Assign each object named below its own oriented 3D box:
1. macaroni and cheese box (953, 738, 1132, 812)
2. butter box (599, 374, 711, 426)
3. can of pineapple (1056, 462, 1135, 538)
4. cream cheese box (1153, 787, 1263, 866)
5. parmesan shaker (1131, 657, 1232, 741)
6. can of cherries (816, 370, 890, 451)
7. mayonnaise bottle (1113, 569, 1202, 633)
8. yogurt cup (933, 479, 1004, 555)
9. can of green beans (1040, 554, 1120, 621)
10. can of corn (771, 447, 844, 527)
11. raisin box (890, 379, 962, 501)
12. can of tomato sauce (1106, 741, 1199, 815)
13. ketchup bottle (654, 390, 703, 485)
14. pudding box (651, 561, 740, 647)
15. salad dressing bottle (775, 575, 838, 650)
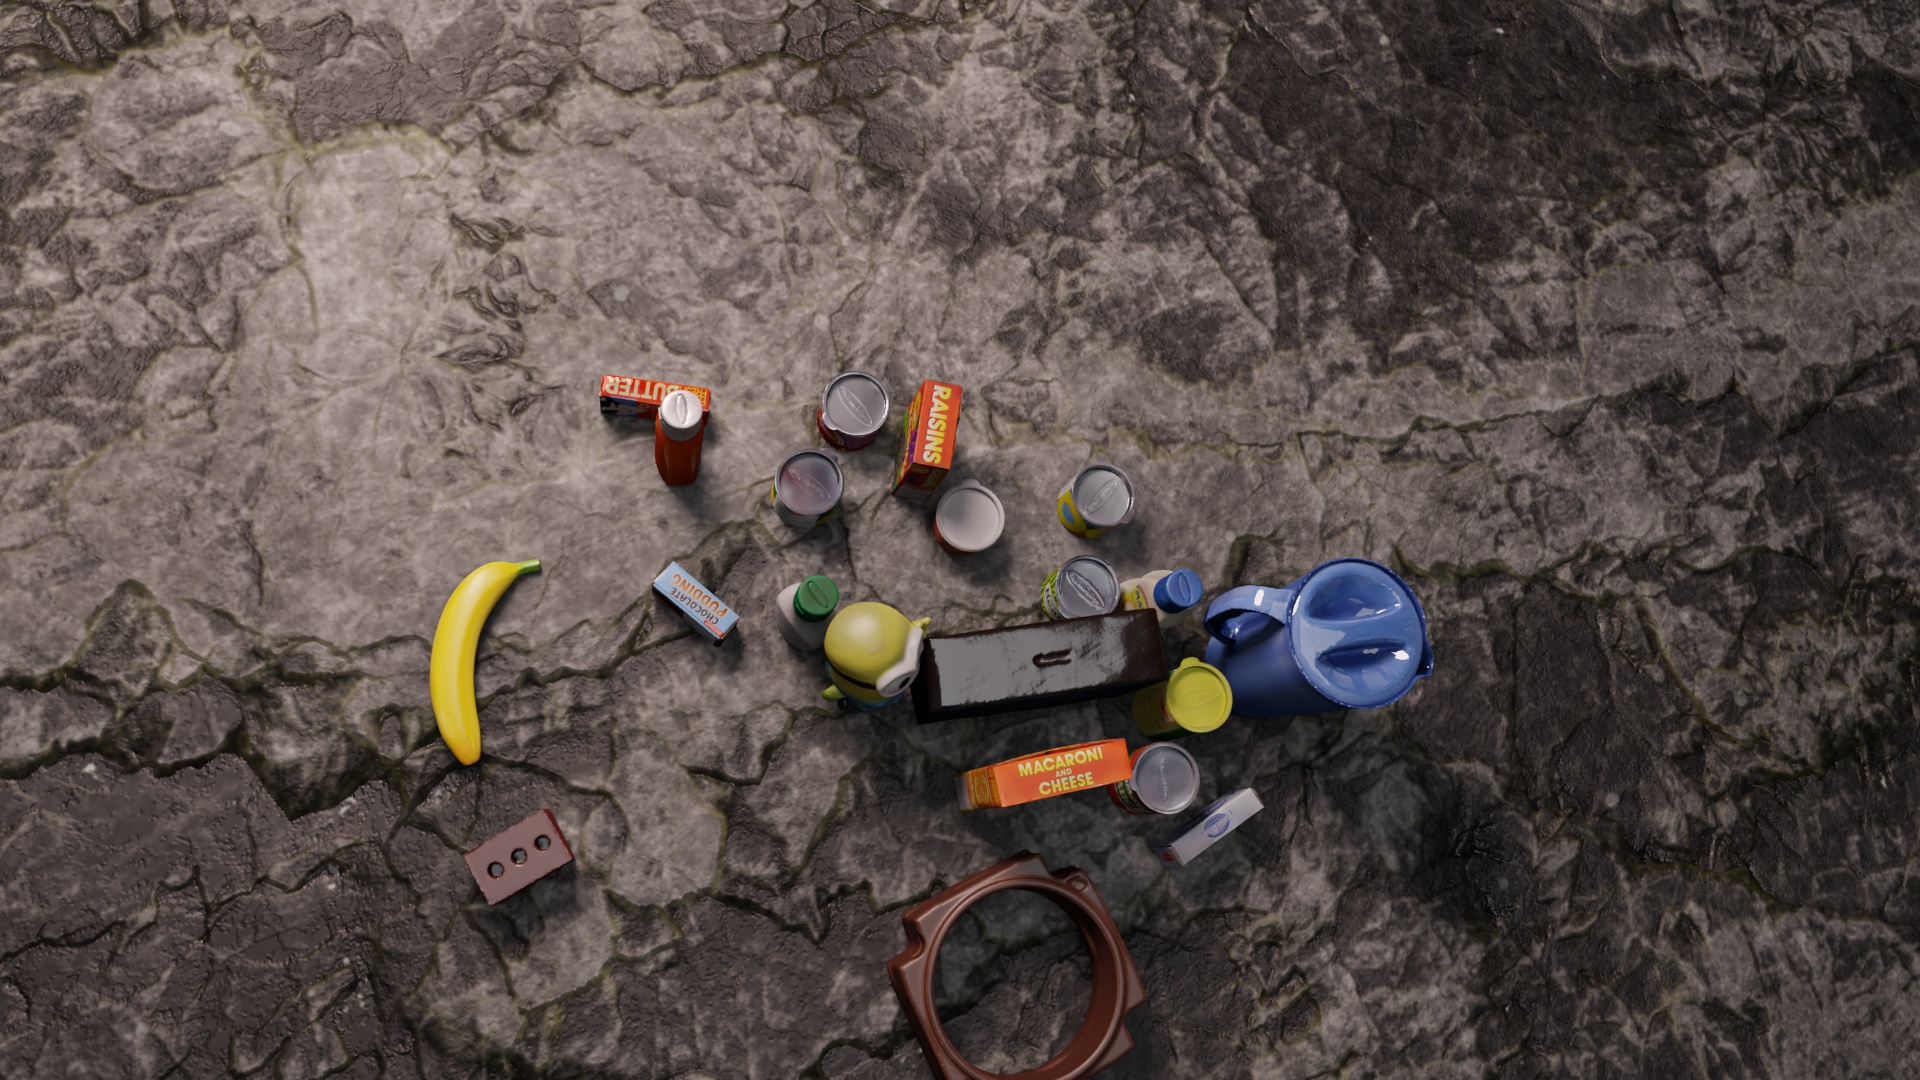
[{"bbox_3d":[0.071,0.216,1.270,0.124,0.166,0.040,-10,80,-15],"label":"macaroni and cheese box"},{"bbox_3d":[-0.293,-0.134,1.333,0.103,0.053,0.024,7,76,-11],"label":"butter box"},{"bbox_3d":[0.137,-0.038,1.404,0.071,0.057,0.071,3,76,-12],"label":"can of pineapple"},{"bbox_3d":[0.241,0.279,1.352,0.104,0.053,0.024,-31,85,-18],"label":"cream cheese box"},{"bbox_3d":[0.213,0.155,1.350,0.071,0.103,0.071,3,76,-12],"label":"parmesan shaker"},{"bbox_3d":[-0.109,-0.126,1.370,0.071,0.058,0.071,3,76,-12],"label":"can of cherries"},{"bbox_3d":[0.190,0.059,1.345,0.041,0.147,0.065,-12,80,-15],"label":"mayonnaise bottle"},{"bbox_3d":[0.005,-0.017,1.371,0.072,0.053,0.072,3,76,-12],"label":"yogurt cup"},{"bbox_3d":[0.118,0.052,1.378,0.071,0.057,0.071,3,76,-12],"label":"can of green beans"},{"bbox_3d":[-0.147,-0.052,1.343,0.071,0.058,0.071,3,76,-12],"label":"can of corn"},{"bbox_3d":[-0.033,-0.095,1.345,0.040,0.123,0.086,11,75,-10],"label":"raisin box"},{"bbox_3d":[0.182,0.231,1.335,0.071,0.083,0.071,3,76,-12],"label":"can of tomato sauce"},{"bbox_3d":[-0.260,-0.098,1.282,0.043,0.148,0.065,-5,78,-14],"label":"ketchup bottle"},{"bbox_3d":[-0.248,0.060,1.298,0.084,0.049,0.030,40,72,-1],"label":"pudding box"},{"bbox_3d":[-0.138,0.064,1.270,0.044,0.147,0.064,-35,87,-17],"label":"salad dressing bottle"}]
